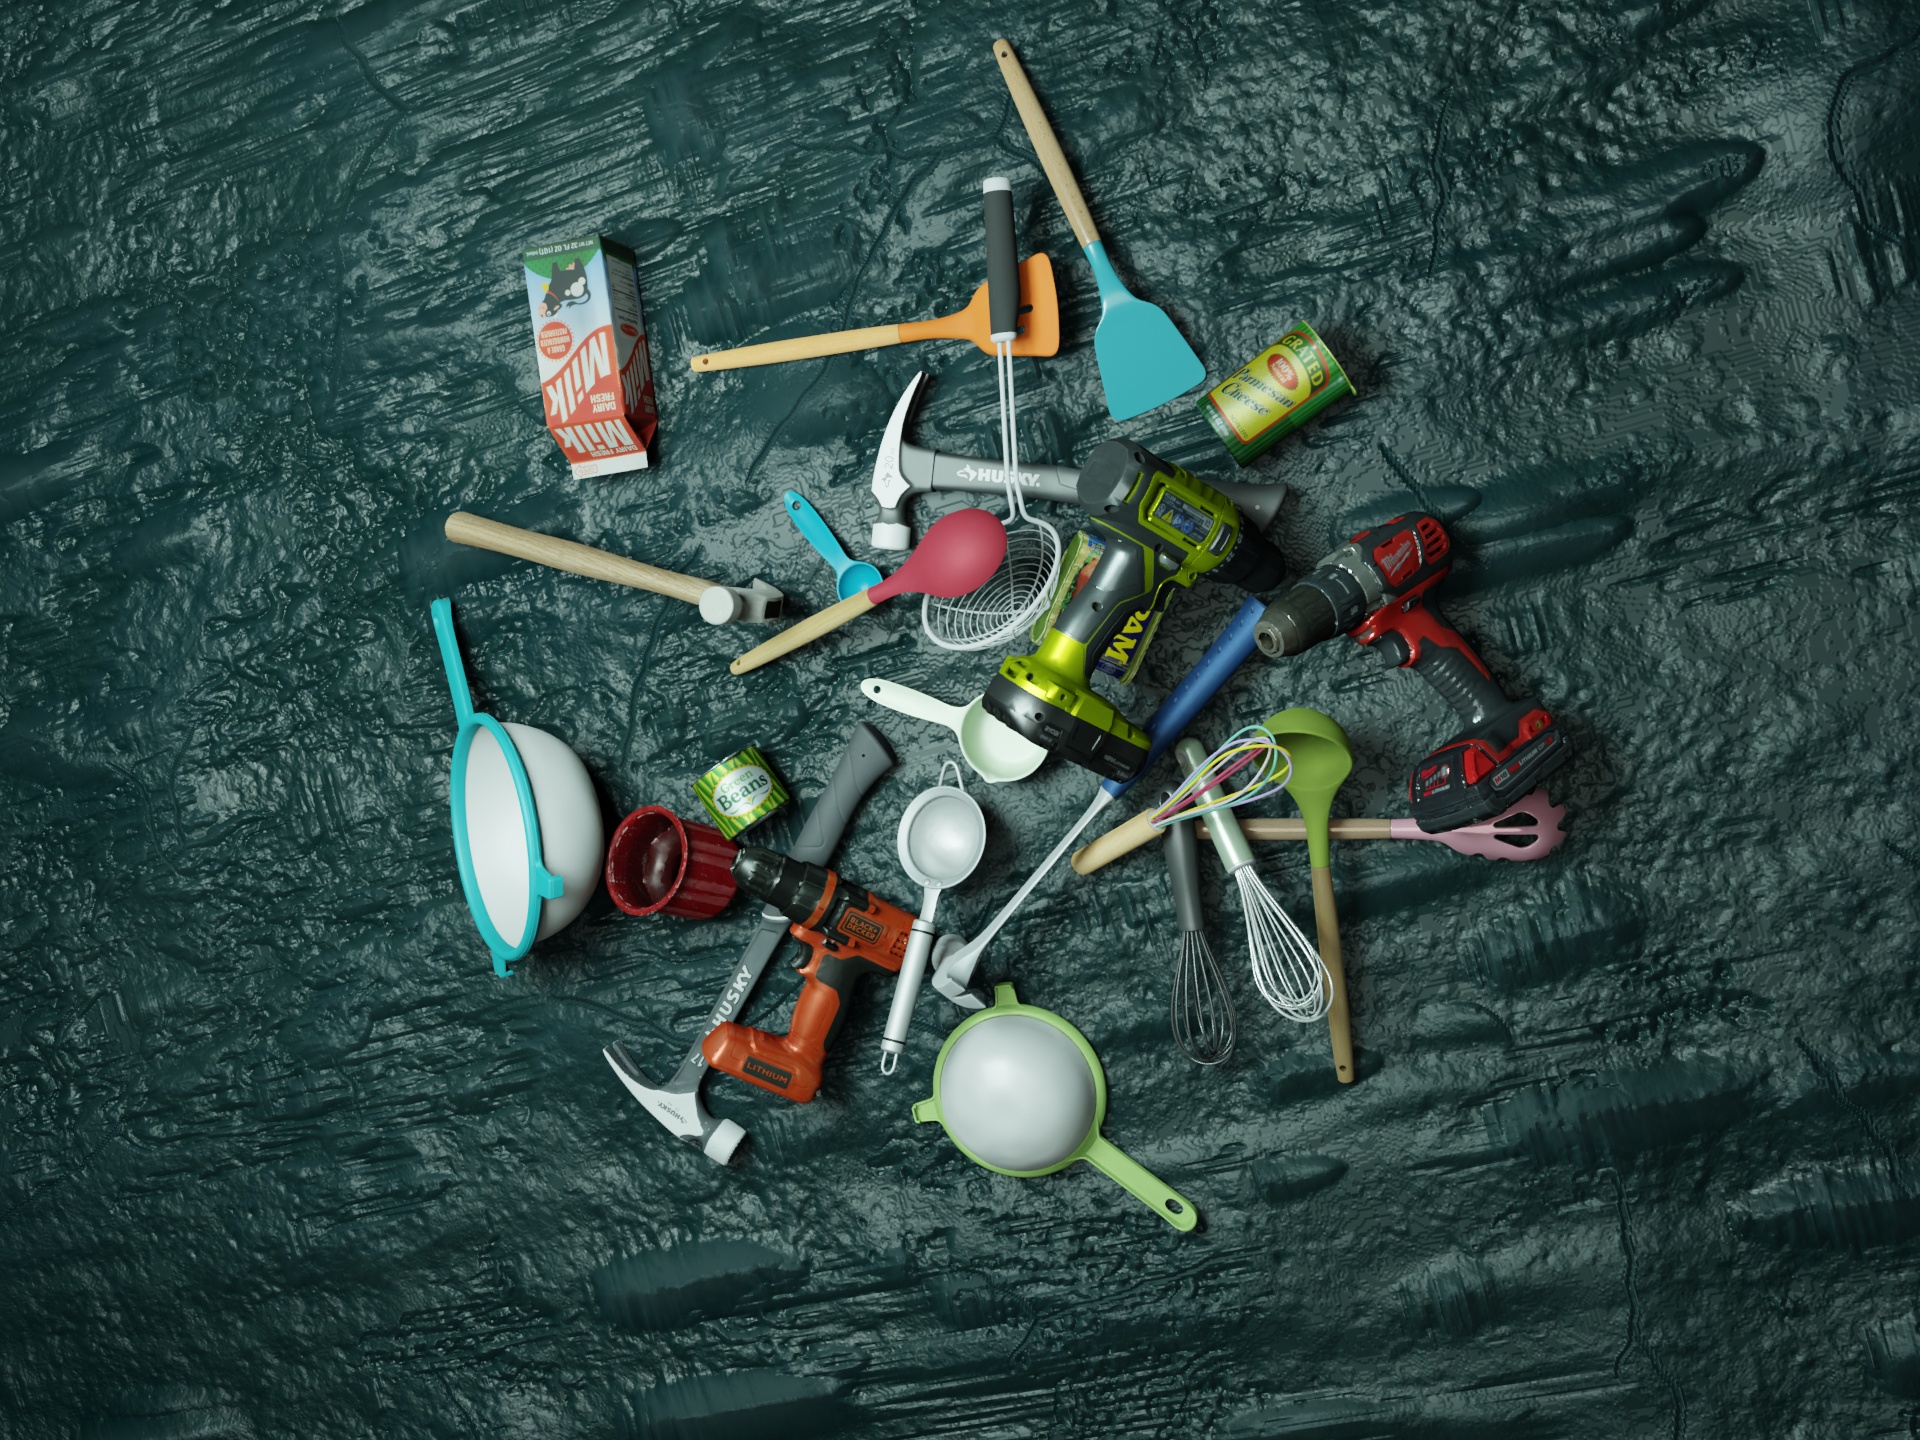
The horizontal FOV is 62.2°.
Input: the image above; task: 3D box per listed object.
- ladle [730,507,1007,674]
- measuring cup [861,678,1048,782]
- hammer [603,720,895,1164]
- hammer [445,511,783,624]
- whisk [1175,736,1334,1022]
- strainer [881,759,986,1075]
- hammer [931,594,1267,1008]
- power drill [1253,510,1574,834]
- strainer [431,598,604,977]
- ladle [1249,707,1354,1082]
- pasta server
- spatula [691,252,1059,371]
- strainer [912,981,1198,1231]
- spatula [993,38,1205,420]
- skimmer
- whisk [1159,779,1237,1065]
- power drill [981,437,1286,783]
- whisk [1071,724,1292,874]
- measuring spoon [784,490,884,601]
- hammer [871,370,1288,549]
[{"bbox_3d":[-0.086,-0.092,1.277,0.315,0.031,0.069,-23,64,40],"label":"ladle"},{"bbox_3d":[-0.002,-0.004,1.325,0.167,0.038,0.083,20,99,12],"label":"measuring cup"},{"bbox_3d":[-0.170,0.182,1.383,0.149,0.036,0.409,31,101,9],"label":"hammer"},{"bbox_3d":[-0.298,-0.131,1.353,0.331,0.130,0.031,16,99,22],"label":"hammer"},{"bbox_3d":[0.225,0.122,1.250,0.059,0.057,0.246,-14,68,-20],"label":"whisk"},{"bbox_3d":[-0.028,0.162,1.303,0.087,0.050,0.258,6,75,34],"label":"strainer"},{"bbox_3d":[0.113,0.067,1.271,0.035,0.144,0.405,39,96,-7],"label":"hammer"},{"bbox_3d":[0.332,-0.030,1.183,0.188,0.080,0.227,-30,88,-28],"label":"power drill"},{"bbox_3d":[-0.383,0.038,1.389,0.211,0.095,0.341,-48,56,49],"label":"strainer"},{"bbox_3d":[0.282,0.143,1.244,0.078,0.062,0.320,-2,106,28],"label":"ladle"},{"bbox_3d":[0.315,0.085,1.267,0.316,0.040,0.060,-2,95,17],"label":"pasta server"},{"bbox_3d":[-0.075,-0.317,1.310,0.322,0.041,0.081,-5,95,14],"label":"spatula"},{"bbox_3d":[0.086,0.348,1.321,0.256,0.069,0.151,35,102,9],"label":"strainer"},{"bbox_3d":[0.095,-0.400,1.273,0.082,0.044,0.317,-24,85,14],"label":"spatula"},{"bbox_3d":[0.019,-0.237,1.232,0.127,0.090,0.363,2,97,42],"label":"skimmer"},{"bbox_3d":[0.186,0.165,1.287,0.055,0.055,0.239,-7,95,13],"label":"whisk"},{"bbox_3d":[0.134,-0.075,1.193,0.190,0.080,0.228,25,97,-34],"label":"power drill"},{"bbox_3d":[0.163,0.068,1.236,0.245,0.047,0.051,-37,70,46],"label":"whisk"},{"bbox_3d":[-0.107,-0.145,1.349,0.042,0.021,0.129,-41,76,14],"label":"measuring spoon"},{"bbox_3d":[0.094,-0.195,1.285,0.335,0.035,0.146,8,98,12],"label":"hammer"}]
